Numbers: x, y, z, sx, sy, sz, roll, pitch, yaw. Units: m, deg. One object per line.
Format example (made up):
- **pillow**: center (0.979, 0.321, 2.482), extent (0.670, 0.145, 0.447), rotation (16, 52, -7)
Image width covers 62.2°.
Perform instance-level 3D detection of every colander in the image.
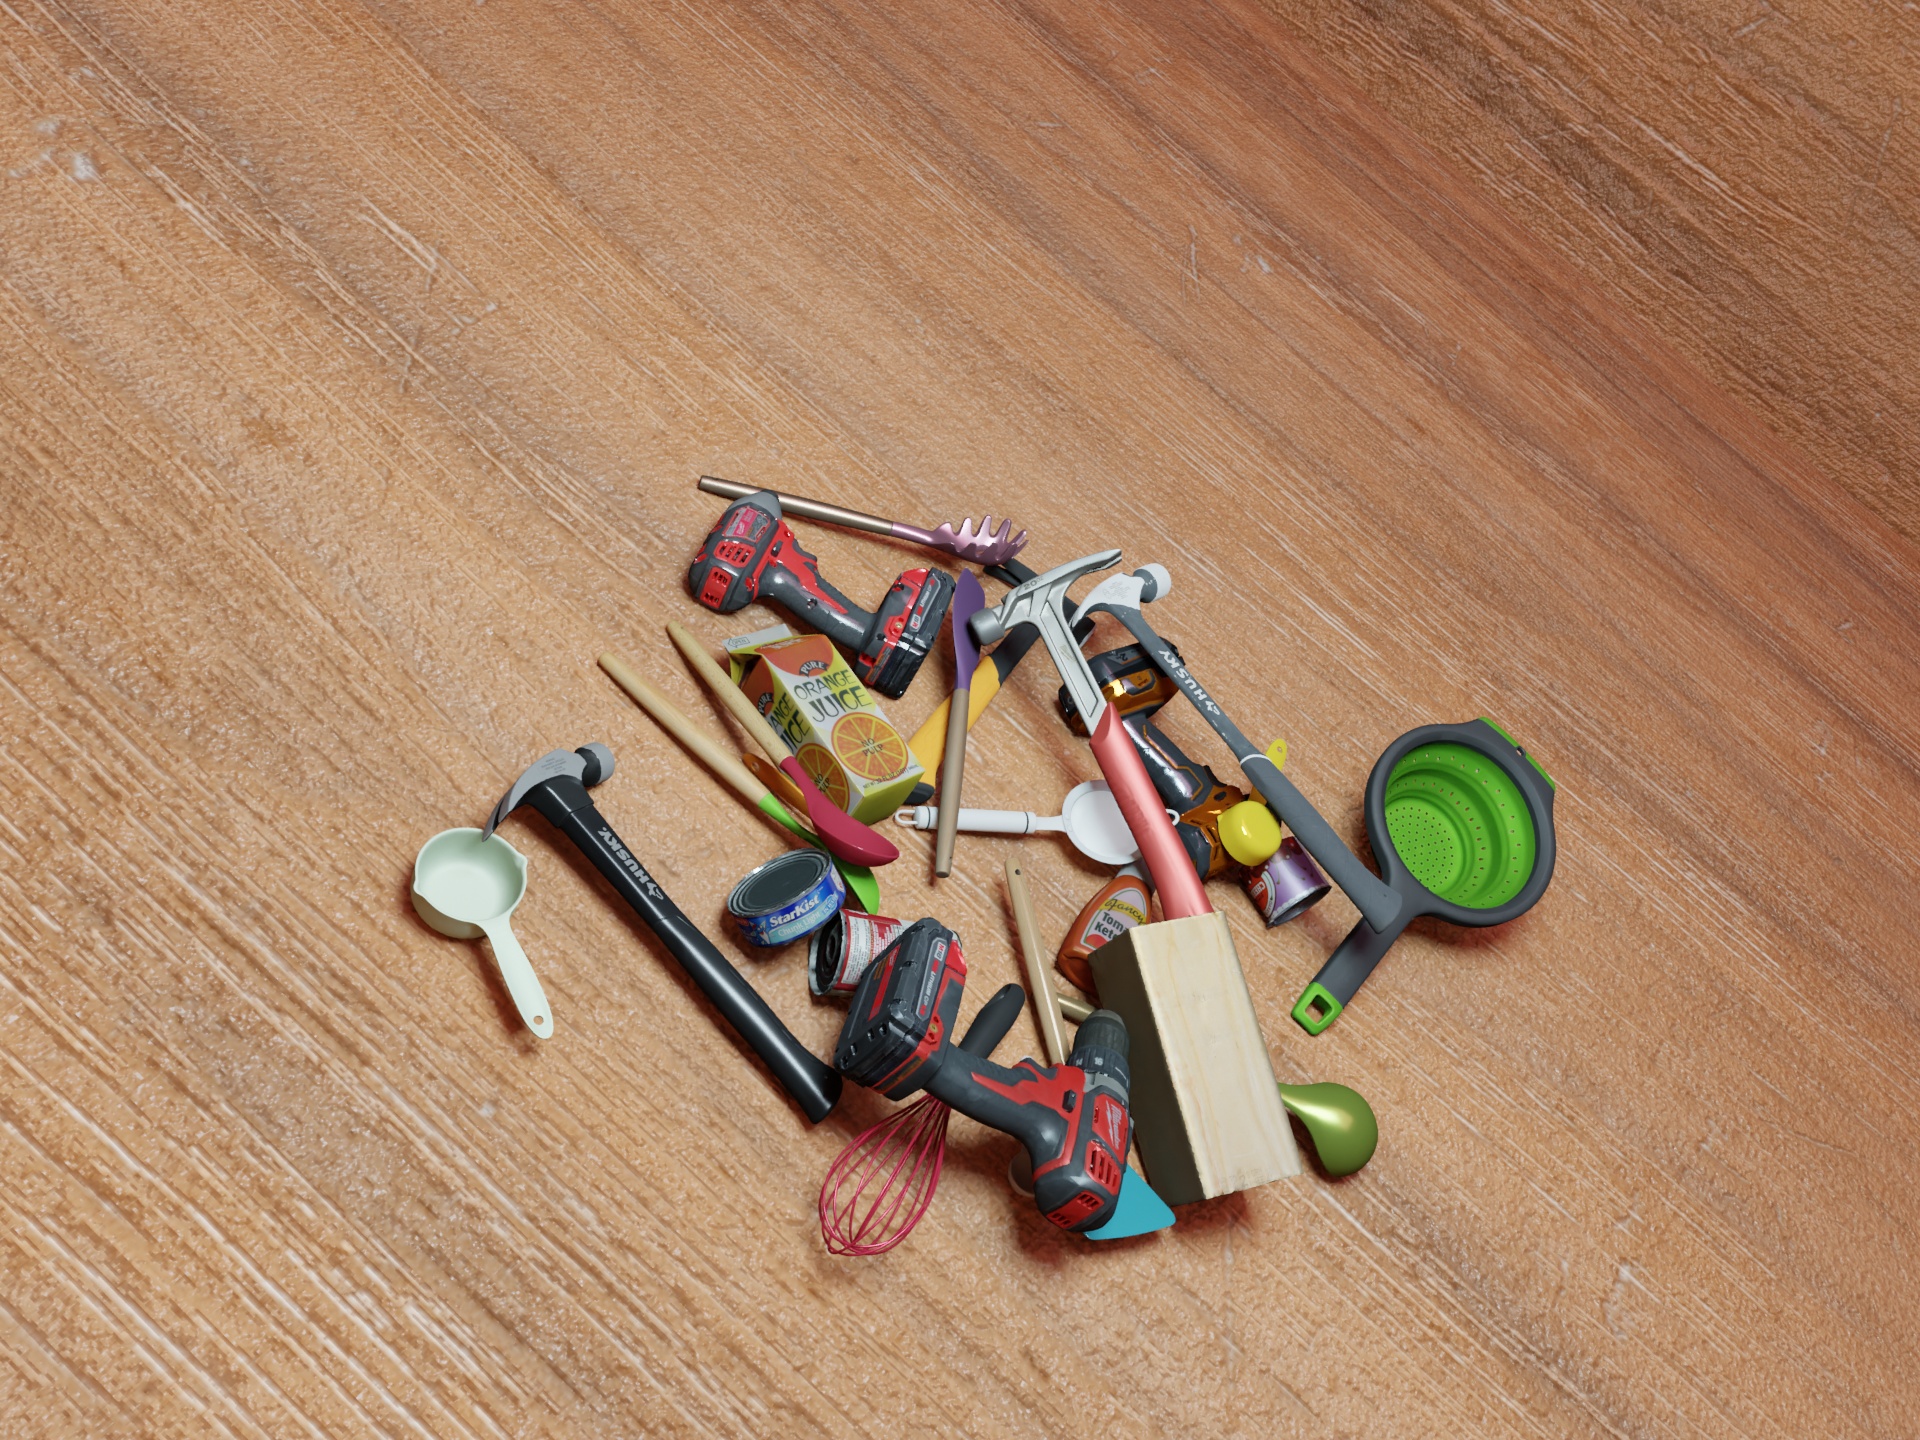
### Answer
- **colander**: center (0.422, 0.163, 1.535), extent (0.204, 0.094, 0.397), rotation (45, 62, 3)

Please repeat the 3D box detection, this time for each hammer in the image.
- **hammer**: center (0.013, -0.037, 1.470), extent (0.127, 0.034, 0.337), rotation (38, 44, 0)
- **hammer**: center (0.251, 0.024, 1.437), extent (0.149, 0.036, 0.409), rotation (-22, 66, -41)
- **hammer**: center (-0.206, 0.157, 1.151), extent (0.335, 0.035, 0.146), rotation (48, 24, 6)
- **hammer**: center (0.146, 0.031, 1.380), extent (0.149, 0.036, 0.359), rotation (-25, 76, 1)

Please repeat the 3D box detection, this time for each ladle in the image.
- **ladle**: center (0.202, 0.292, 1.318), extent (0.320, 0.062, 0.078), rotation (23, 48, -4)
- **ladle**: center (-0.154, 0.016, 1.281), extent (0.316, 0.031, 0.069), rotation (46, 18, 31)

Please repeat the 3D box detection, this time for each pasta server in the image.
- **pasta server**: center (-0.090, -0.196, 1.512), extent (0.316, 0.040, 0.060), rotation (12, 31, -13)

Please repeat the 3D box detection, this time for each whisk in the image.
- **whisk**: center (-0.019, 0.283, 1.168), extent (0.073, 0.073, 0.296), rotation (40, 39, 3)

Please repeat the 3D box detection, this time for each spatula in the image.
- **spatula**: center (0.083, 0.250, 1.255), extent (0.082, 0.044, 0.318), rotation (0, 61, -28)
- **spatula**: center (-0.002, -0.004, 1.388), extent (0.059, 0.018, 0.316), rotation (50, 37, -46)

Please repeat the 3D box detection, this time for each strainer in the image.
- **strainer**: center (0.065, 0.090, 1.388), extent (0.258, 0.050, 0.087), rotation (4, 54, -19)

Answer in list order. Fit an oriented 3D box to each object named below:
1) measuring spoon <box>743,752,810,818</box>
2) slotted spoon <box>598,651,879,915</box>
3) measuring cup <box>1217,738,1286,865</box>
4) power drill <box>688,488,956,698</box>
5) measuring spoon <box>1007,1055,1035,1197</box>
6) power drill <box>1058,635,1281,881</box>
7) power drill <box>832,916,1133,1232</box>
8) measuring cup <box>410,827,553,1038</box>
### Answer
- **measuring spoon**: center (-0.136, 0.066, 1.294), extent (0.117, 0.021, 0.011), rotation (39, 43, 12)
- **slotted spoon**: center (-0.176, 0.046, 1.276), extent (0.314, 0.070, 0.031), rotation (40, 78, 11)
- **measuring cup**: center (0.281, 0.066, 1.458), extent (0.062, 0.029, 0.157), rotation (38, 50, -9)
- **power drill**: center (-0.123, -0.124, 1.432), extent (0.219, 0.078, 0.143), rotation (26, 44, -7)
- **measuring spoon**: center (0.050, 0.312, 1.220), extent (0.034, 0.018, 0.124), rotation (21, 39, -16)
- **power drill**: center (0.209, 0.036, 1.502), extent (0.164, 0.084, 0.227), rotation (-17, 69, -41)
- **power drill**: center (0.034, 0.240, 1.152), extent (0.226, 0.080, 0.188), rotation (37, 34, -12)
- **measuring cup**: center (-0.324, 0.153, 1.100), extent (0.083, 0.038, 0.168), rotation (-15, 66, -40)
